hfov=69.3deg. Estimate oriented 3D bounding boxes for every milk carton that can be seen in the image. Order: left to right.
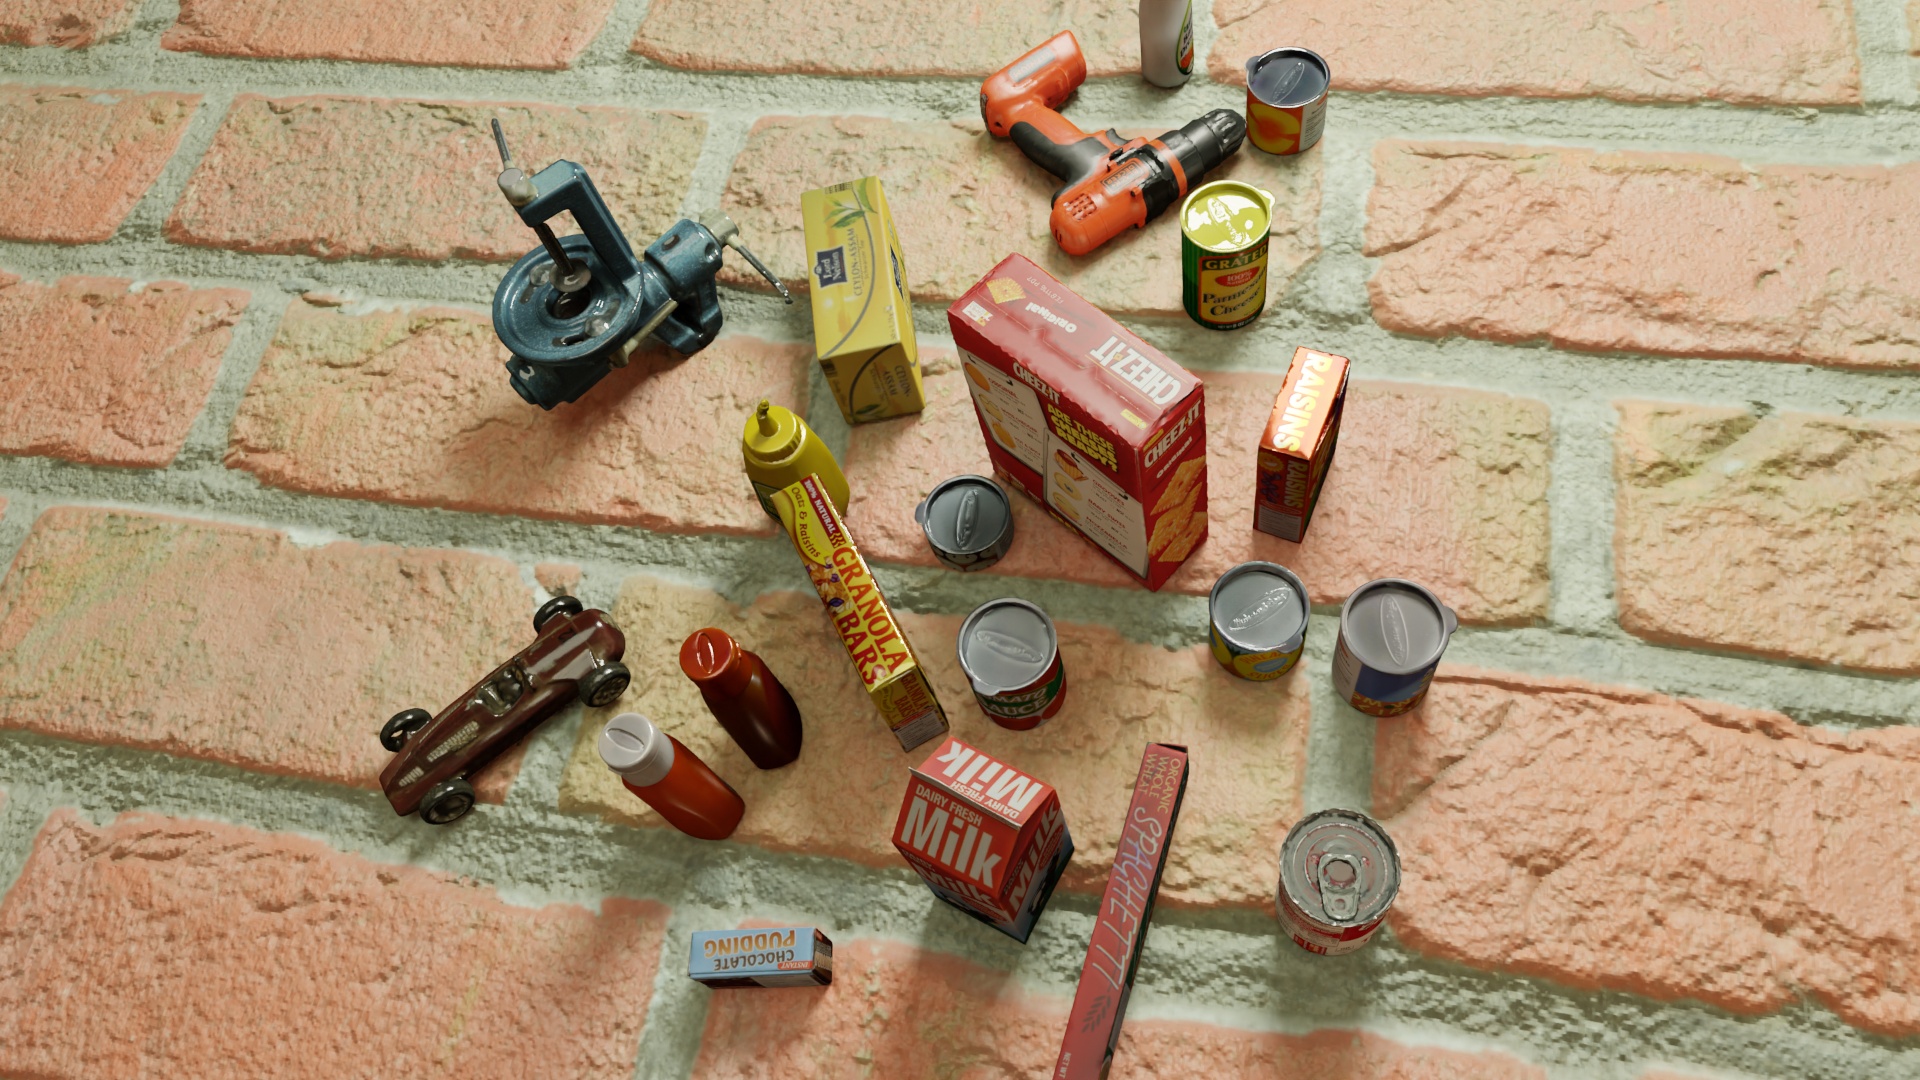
[{"bbox_3d":[0.015,0.179,0.836,0.072,0.189,0.074,23,70,20],"label":"milk carton"}]

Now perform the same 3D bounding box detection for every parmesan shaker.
[{"bbox_3d":[0.203,-0.215,1.054,0.071,0.102,0.071,-4,63,8],"label":"parmesan shaker"}]

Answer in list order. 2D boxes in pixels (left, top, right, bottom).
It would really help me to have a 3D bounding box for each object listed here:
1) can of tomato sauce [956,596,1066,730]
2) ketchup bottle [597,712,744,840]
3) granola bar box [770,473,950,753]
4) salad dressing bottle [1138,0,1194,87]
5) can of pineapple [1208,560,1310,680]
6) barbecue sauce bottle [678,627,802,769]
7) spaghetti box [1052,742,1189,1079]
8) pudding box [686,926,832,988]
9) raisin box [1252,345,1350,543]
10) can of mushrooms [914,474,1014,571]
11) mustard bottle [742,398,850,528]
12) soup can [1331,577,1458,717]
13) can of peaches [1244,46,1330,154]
[{"bbox_3d":[0.036,0.087,0.941,0.071,0.082,0.071,-4,63,8],"label":"can of tomato sauce"},{"bbox_3d":[-0.192,0.155,0.909,0.065,0.148,0.044,20,69,19],"label":"ketchup bottle"},{"bbox_3d":[-0.067,0.050,0.954,0.039,0.123,0.166,-28,62,-4],"label":"granola bar box"},{"bbox_3d":[0.170,-0.445,1.152,0.044,0.147,0.064,13,67,16],"label":"salad dressing bottle"},{"bbox_3d":[0.202,0.057,0.940,0.071,0.057,0.071,-4,63,8],"label":"can of pineapple"},{"bbox_3d":[-0.146,0.102,0.928,0.044,0.148,0.065,-17,62,2],"label":"barbecue sauce bottle"},{"bbox_3d":[0.099,0.248,0.866,0.029,0.050,0.251,13,66,16],"label":"spaghetti box"},{"bbox_3d":[-0.128,0.270,0.895,0.084,0.049,0.030,-5,63,8],"label":"pudding box"},{"bbox_3d":[0.235,-0.064,0.959,0.040,0.123,0.086,19,68,19],"label":"raisin box"},{"bbox_3d":[0.004,-0.013,1.025,0.071,0.033,0.071,-4,63,8],"label":"can of mushrooms"},{"bbox_3d":[-0.125,-0.055,0.998,0.065,0.159,0.049,15,67,17],"label":"mustard bottle"},{"bbox_3d":[0.281,0.071,0.905,0.071,0.083,0.071,-4,63,8],"label":"soup can"},{"bbox_3d":[0.266,-0.362,1.143,0.071,0.058,0.071,-4,63,8],"label":"can of peaches"}]
